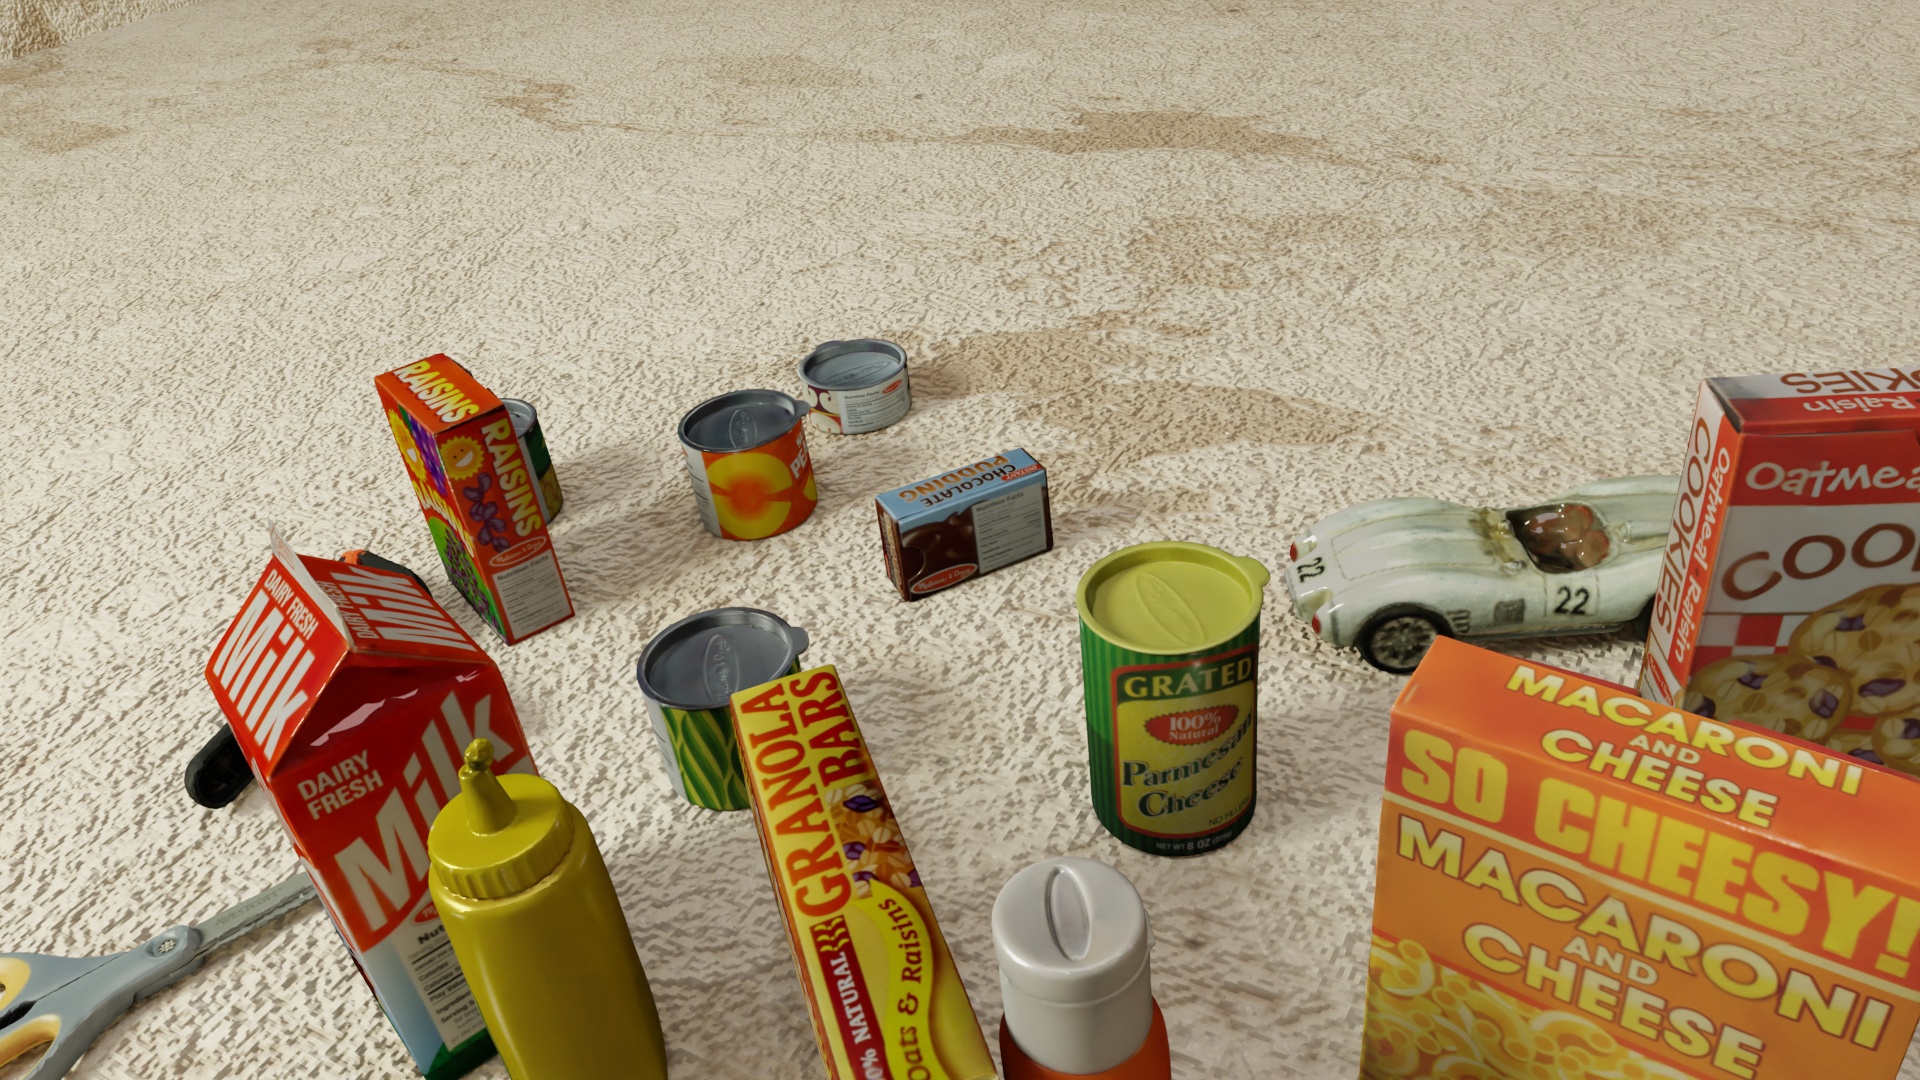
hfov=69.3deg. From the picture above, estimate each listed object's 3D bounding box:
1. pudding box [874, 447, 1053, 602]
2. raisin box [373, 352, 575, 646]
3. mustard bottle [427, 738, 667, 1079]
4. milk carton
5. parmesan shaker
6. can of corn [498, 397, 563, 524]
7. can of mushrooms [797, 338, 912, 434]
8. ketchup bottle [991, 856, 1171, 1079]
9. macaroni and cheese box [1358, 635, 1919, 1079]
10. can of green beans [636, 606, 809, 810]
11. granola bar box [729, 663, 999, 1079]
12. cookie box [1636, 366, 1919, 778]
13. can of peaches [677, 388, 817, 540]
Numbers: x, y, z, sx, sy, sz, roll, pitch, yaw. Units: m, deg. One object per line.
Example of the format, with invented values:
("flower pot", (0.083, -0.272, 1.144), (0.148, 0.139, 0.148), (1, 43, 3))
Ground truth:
("pudding box", (0.002, -0.009, 0.687), (0.084, 0.049, 0.030), (-20, 36, -18))
("raisin box", (-0.239, -0.021, 0.686), (0.040, 0.122, 0.086), (-27, 39, -27))
("mustard bottle", (-0.129, 0.119, 0.425), (0.049, 0.159, 0.065), (-18, 35, -15))
("milk carton", (-0.185, 0.083, 0.462), (0.074, 0.189, 0.072), (-29, 39, -29))
("parmesan shaker", (0.082, 0.060, 0.523), (0.071, 0.102, 0.072), (-5, 34, 4))
("can of corn", (-0.262, -0.040, 0.776), (0.071, 0.058, 0.071), (-5, 34, 4))
("can of mushrooms", (-0.064, -0.095, 0.841), (0.071, 0.033, 0.071), (-5, 34, 4))
("ketchup bottle", (0.034, 0.147, 0.364), (0.043, 0.148, 0.065), (-8, 34, -1))
("macaroni and cheese box", (0.174, 0.115, 0.368), (0.124, 0.165, 0.040), (18, 41, 33))
("can of green beans", (-0.096, 0.070, 0.583), (0.071, 0.057, 0.071), (-5, 34, 4))
("granola bar box", (-0.027, 0.136, 0.414), (0.039, 0.123, 0.166), (-15, 35, -11))
("cookie box", (0.312, 0.021, 0.480), (0.123, 0.166, 0.040), (-3, 34, 7))
("can of peaches", (-0.111, -0.042, 0.750), (0.071, 0.057, 0.071), (-5, 34, 4))
